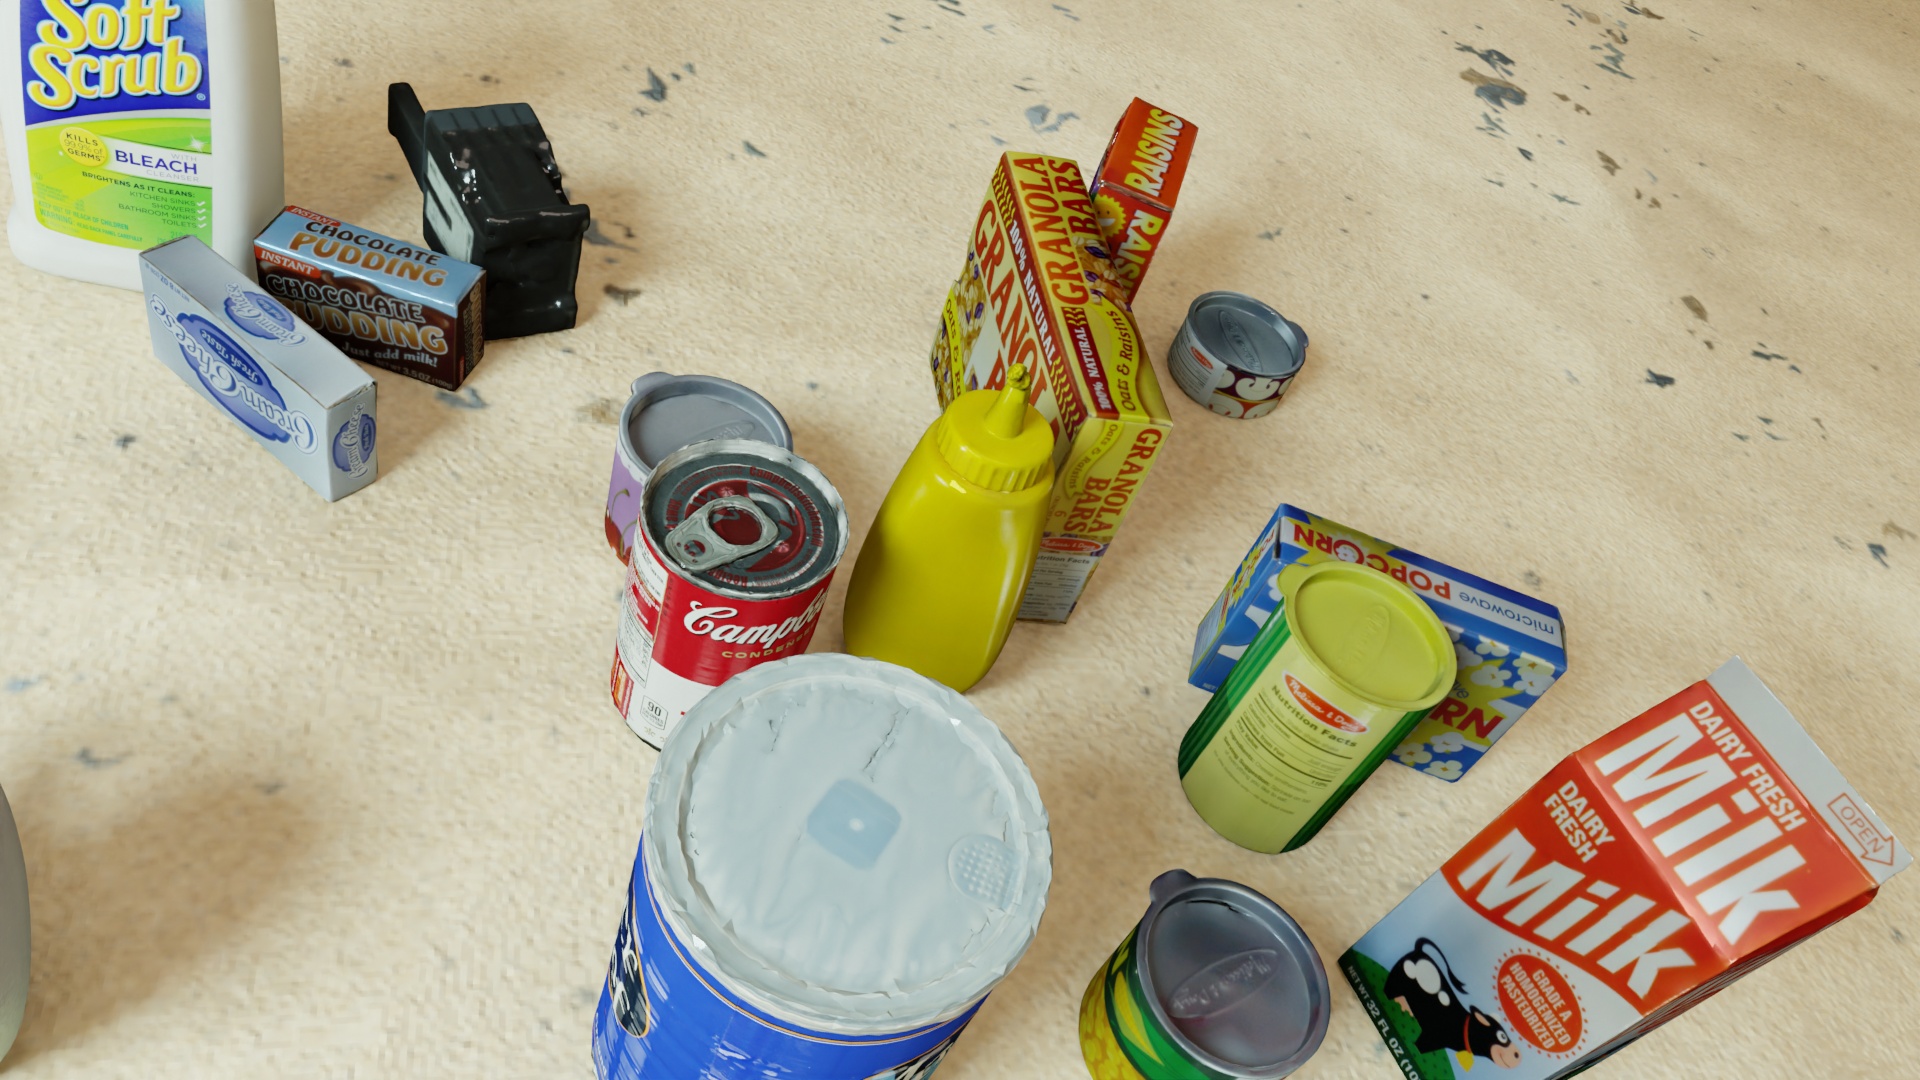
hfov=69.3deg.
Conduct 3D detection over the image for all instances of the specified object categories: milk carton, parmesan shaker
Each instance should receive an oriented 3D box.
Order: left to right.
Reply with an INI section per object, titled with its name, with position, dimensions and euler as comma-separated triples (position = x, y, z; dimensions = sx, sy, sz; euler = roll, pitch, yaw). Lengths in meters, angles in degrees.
[parmesan shaker]
position = 0.130, 0.064, 0.530
dimensions = 0.071, 0.102, 0.072
euler = 11, 46, -12
[milk carton]
position = 0.211, 0.119, 0.451
dimensions = 0.073, 0.189, 0.072
euler = -9, 54, -28

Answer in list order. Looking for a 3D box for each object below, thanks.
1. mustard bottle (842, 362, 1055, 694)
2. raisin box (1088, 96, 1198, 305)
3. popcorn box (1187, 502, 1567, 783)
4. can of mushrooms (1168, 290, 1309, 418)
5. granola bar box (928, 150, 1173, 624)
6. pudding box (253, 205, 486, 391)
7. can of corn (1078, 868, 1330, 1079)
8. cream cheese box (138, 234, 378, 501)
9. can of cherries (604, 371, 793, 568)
[mustard bottle]
position = 0.002, -0.006, 0.503
dimensions = 0.065, 0.159, 0.049
euler = 21, 45, -3
[raisin box]
position = 0.071, -0.139, 0.678
dimensions = 0.040, 0.122, 0.086
euler = 23, 45, -1
[popcorn box]
position = 0.171, 0.044, 0.577
dimensions = 0.127, 0.084, 0.038
euler = 21, 45, -3
[can of mushrooms]
position = 0.147, -0.098, 0.734
dimensions = 0.071, 0.033, 0.071
euler = 11, 46, -12
[granola bar box]
position = 0.031, -0.067, 0.595
dimensions = 0.039, 0.123, 0.166
euler = 4, 48, -19
[pudding box]
position = -0.240, -0.099, 0.570
dimensions = 0.084, 0.049, 0.030
euler = 18, 45, -5
[can of corn]
position = 0.077, 0.153, 0.459
dimensions = 0.071, 0.058, 0.071
euler = 11, 46, -12
[cream cheese box]
position = -0.264, -0.065, 0.526
dimensions = 0.104, 0.053, 0.024
euler = 36, 46, 12
[can of cherries]
position = -0.106, -0.024, 0.548
dimensions = 0.071, 0.058, 0.072
euler = 11, 46, -12
